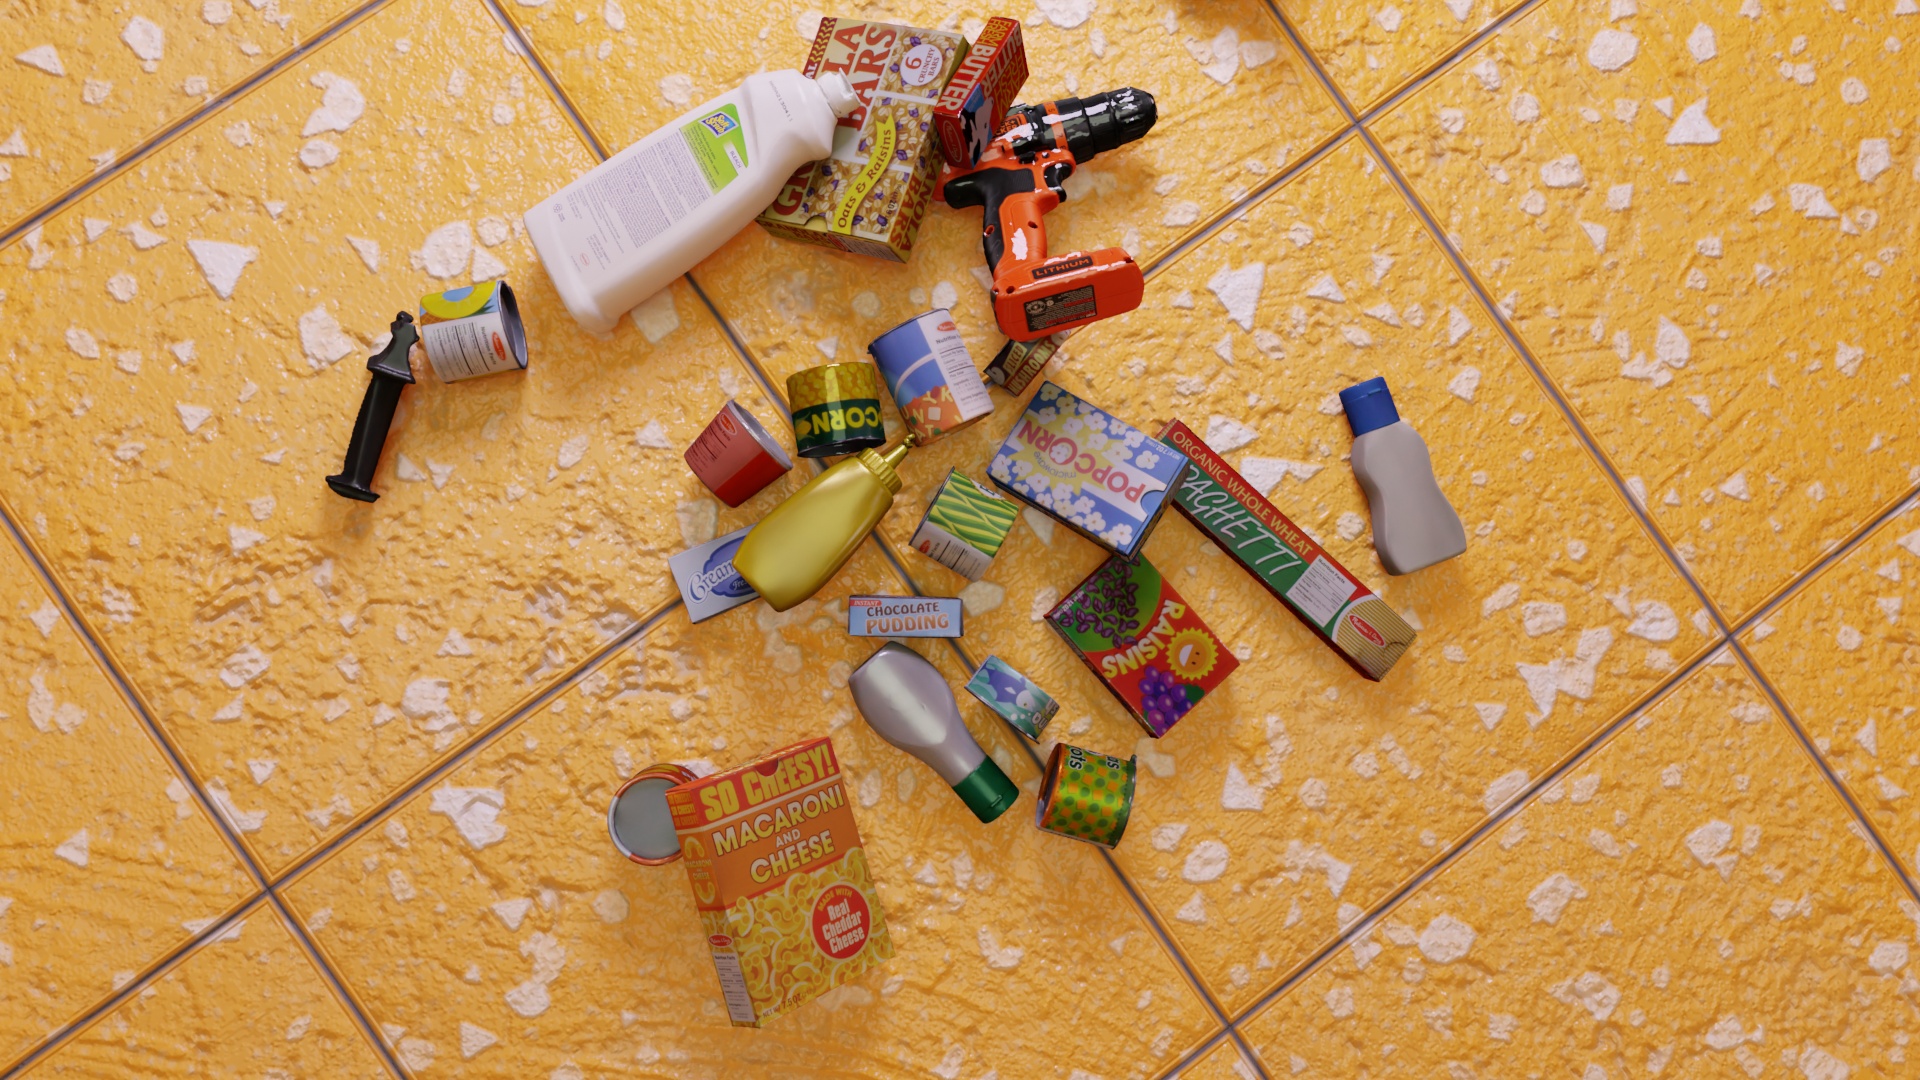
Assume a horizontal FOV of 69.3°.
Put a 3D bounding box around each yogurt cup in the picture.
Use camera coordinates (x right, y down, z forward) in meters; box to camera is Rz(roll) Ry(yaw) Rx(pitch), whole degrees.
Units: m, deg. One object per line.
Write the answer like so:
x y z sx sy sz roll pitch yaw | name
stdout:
-0.164 -0.061 1.011 0.054 0.072 0.072 -42 90 2 | yogurt cup

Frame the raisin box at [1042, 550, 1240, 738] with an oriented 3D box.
0.134 0.074 1.037 0.086 0.040 0.123 -42 89 -7 | raisin box

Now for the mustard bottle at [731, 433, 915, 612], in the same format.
-0.089 -0.019 0.997 0.160 0.049 0.065 -43 92 -9 | mustard bottle

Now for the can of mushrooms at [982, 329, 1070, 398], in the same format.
0.049 -0.139 1.029 0.033 0.071 0.071 40 84 -3 | can of mushrooms

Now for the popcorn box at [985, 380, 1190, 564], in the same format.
0.094 -0.051 1.023 0.127 0.038 0.085 31 83 20 | popcorn box

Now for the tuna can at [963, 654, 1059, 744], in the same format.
0.040 0.116 1.012 0.071 0.071 0.033 38 84 -1 | tuna can

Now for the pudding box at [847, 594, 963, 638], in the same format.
-0.040 0.056 1.019 0.084 0.049 0.030 2 88 -4 | pudding box

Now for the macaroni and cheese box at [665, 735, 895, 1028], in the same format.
-0.124 0.235 0.973 0.124 0.040 0.166 -15 87 -43 | macaroni and cheese box

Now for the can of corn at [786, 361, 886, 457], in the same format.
-0.090 -0.095 1.015 0.071 0.071 0.058 -9 86 -5 | can of corn

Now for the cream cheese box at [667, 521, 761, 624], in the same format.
-0.159 0.018 1.025 0.104 0.024 0.053 -23 87 -6 | cream cheese box

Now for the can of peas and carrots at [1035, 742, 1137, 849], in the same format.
0.091 0.183 1.012 0.059 0.071 0.071 15 85 -3 | can of peas and carrots

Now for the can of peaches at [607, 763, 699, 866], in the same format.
-0.212 0.194 0.992 0.071 0.058 0.071 0 86 -4 | can of peaches

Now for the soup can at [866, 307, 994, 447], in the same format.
-0.023 -0.118 1.026 0.071 0.071 0.084 -25 89 -6 | soup can

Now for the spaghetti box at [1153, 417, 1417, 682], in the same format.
0.237 0.007 1.055 0.250 0.028 0.050 42 84 -1 | spaghetti box

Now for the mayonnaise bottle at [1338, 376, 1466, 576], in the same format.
0.332 -0.051 1.062 0.065 0.041 0.148 -19 87 -7 | mayonnaise bottle

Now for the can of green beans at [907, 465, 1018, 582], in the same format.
0.003 -0.011 1.019 0.058 0.071 0.071 30 85 -3 | can of green beans

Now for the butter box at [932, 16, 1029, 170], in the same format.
0.016 -0.324 1.004 0.024 0.053 0.104 18 65 22 | butter box

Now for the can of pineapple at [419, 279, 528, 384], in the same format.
-0.350 -0.151 1.002 0.058 0.071 0.071 -12 87 -5 | can of pineapple

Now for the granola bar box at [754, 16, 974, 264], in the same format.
-0.071 -0.296 1.021 0.124 0.039 0.165 17 84 26 | granola bar box

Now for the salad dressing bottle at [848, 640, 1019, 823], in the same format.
-0.018 0.142 1.019 0.064 0.044 0.147 -41 91 -6 | salad dressing bottle
